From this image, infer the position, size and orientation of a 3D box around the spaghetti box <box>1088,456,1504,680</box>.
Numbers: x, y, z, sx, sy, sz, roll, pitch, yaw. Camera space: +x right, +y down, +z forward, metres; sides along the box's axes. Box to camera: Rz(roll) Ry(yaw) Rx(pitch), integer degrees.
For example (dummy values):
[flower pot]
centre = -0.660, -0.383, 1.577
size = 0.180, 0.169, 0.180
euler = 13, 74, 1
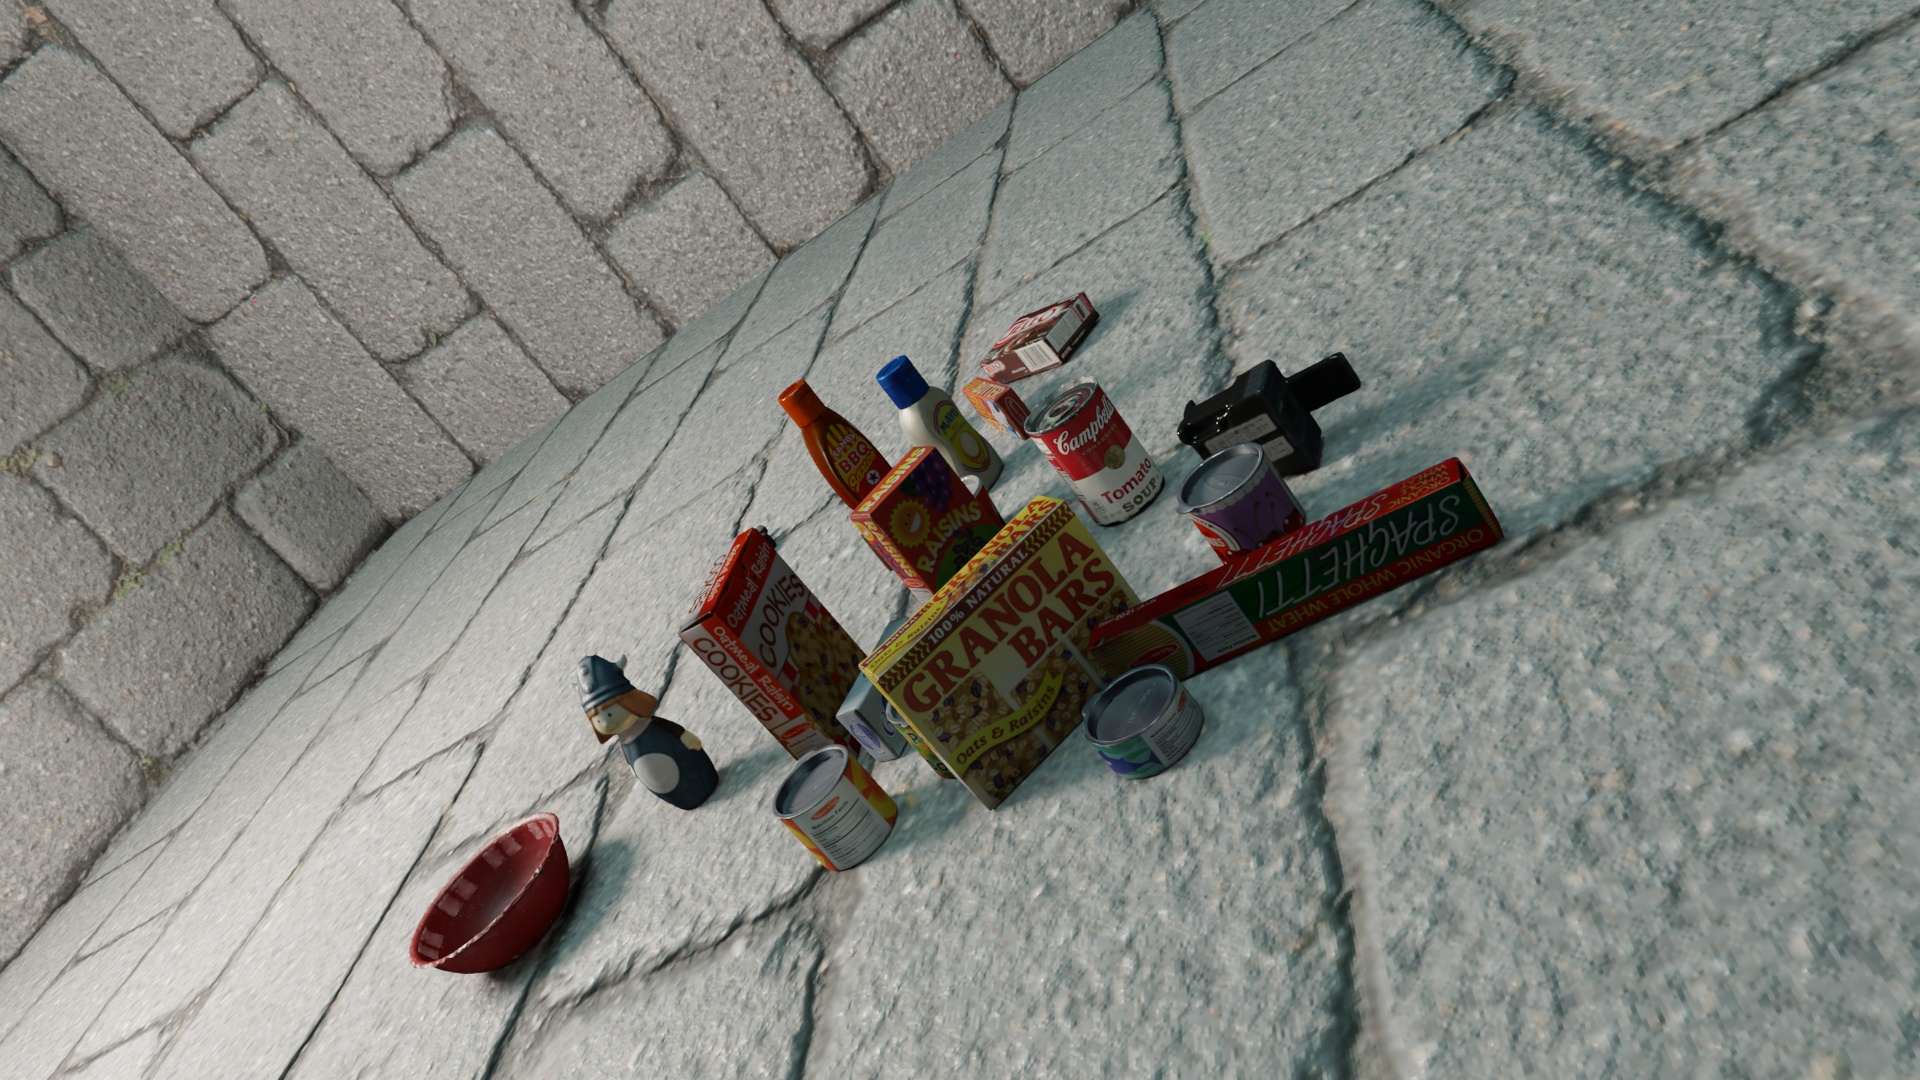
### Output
[spaghetti box]
centre = 0.195, 0.027, 0.832
size = 0.249, 0.050, 0.029
euler = -28, 24, 25

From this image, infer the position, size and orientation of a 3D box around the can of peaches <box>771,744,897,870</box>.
[can of peaches]
centre = -0.086, 0.183, 0.956
size = 0.071, 0.058, 0.071
euler = -32, 22, 15

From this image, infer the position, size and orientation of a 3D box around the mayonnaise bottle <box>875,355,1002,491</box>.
[mayonnaise bottle]
centre = -0.022, -0.107, 1.307
size = 0.041, 0.147, 0.065
euler = -17, 30, 44

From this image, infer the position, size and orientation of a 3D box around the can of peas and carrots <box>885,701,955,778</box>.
[can of peas and carrots]
centre = -0.008, 0.122, 0.953
size = 0.071, 0.058, 0.071
euler = -32, 22, 15

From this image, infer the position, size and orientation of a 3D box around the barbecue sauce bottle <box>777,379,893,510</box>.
[barbecue sauce bottle]
centre = -0.135, -0.104, 1.481
size = 0.065, 0.148, 0.043
euler = -49, 23, -25

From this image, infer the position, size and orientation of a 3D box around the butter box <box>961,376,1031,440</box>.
[butter box]
centre = 0.039, -0.133, 1.393
size = 0.024, 0.053, 0.103
euler = -41, 22, -6

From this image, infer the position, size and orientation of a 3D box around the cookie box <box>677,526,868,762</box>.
[cookie box]
centre = -0.135, 0.087, 1.074
size = 0.040, 0.167, 0.123
euler = -30, 23, 22

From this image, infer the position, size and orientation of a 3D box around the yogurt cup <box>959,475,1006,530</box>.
[yogurt cup]
centre = 0.004, -0.015, 1.212
size = 0.072, 0.054, 0.073
euler = -32, 22, 15

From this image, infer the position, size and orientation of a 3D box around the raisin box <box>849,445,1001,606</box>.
[raisin box]
centre = -0.020, -0.004, 1.134
size = 0.086, 0.123, 0.040
euler = -48, 23, -22

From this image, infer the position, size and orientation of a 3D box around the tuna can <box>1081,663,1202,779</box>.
[tuna can]
centre = 0.107, 0.108, 0.832
size = 0.071, 0.032, 0.071
euler = -32, 22, 15

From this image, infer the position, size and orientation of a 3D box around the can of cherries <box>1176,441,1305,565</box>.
[can of cherries]
centre = 0.186, -0.022, 0.932
size = 0.071, 0.058, 0.072
euler = -32, 22, 15

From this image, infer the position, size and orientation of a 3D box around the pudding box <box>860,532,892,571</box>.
[pudding box]
centre = -0.060, -0.017, 1.323
size = 0.030, 0.049, 0.084
euler = -24, 25, 32

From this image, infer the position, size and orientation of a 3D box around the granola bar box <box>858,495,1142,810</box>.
[granola bar box]
centre = 0.035, 0.071, 0.897
size = 0.166, 0.124, 0.039
euler = -43, 22, -12

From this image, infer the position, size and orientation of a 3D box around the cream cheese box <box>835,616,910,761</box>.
[cream cheese box]
centre = -0.050, 0.111, 1.047
size = 0.024, 0.053, 0.104
euler = -21, 27, 38
